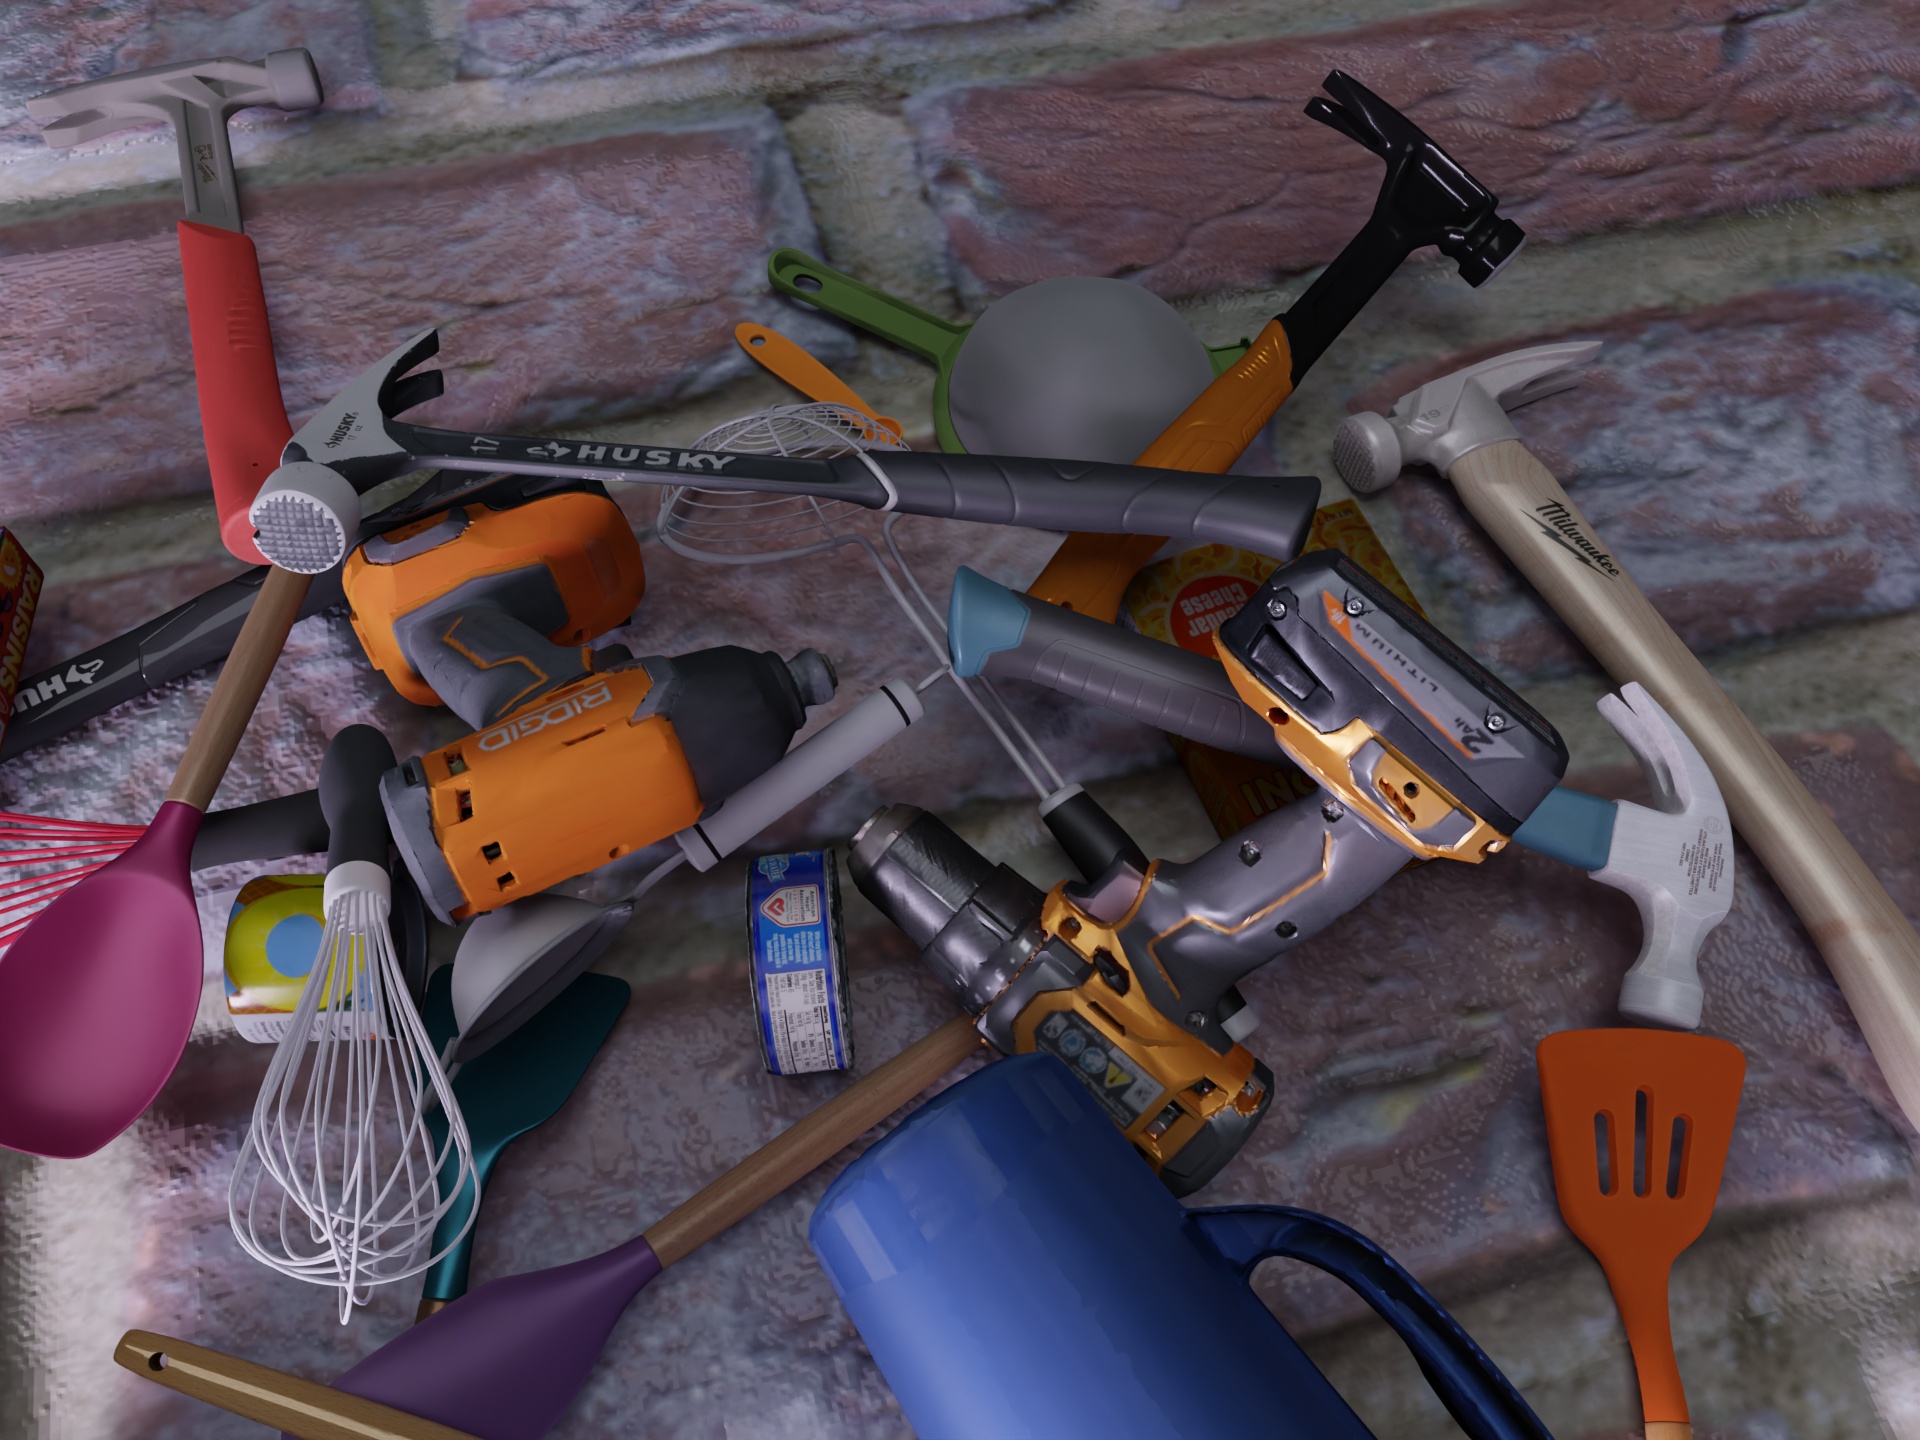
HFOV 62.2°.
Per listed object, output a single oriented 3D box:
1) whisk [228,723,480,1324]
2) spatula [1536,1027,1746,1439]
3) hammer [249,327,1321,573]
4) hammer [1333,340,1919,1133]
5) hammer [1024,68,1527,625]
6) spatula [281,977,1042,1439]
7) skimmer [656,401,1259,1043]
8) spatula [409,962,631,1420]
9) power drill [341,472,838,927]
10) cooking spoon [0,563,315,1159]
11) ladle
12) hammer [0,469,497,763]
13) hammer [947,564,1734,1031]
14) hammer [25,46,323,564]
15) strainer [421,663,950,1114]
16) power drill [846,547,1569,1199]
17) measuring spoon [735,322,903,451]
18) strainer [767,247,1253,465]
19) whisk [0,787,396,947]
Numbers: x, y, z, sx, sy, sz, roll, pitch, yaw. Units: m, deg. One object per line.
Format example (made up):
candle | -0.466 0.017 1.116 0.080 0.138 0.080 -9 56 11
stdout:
whisk | -0.206 0.081 0.542 0.070 0.070 0.285 -16 35 -10
spatula | 0.253 0.270 0.553 0.081 0.041 0.323 3 62 0
hammer | -0.055 -0.099 0.643 0.409 0.036 0.149 4 38 -4
hammer | 0.335 -0.004 0.707 0.146 0.038 0.411 -22 65 -14
hammer | 0.129 -0.158 0.728 0.127 0.034 0.337 41 70 -2
spatula | -0.091 0.183 0.588 0.316 0.018 0.060 -31 84 -24
skimmer | -0.001 -0.002 0.701 0.127 0.090 0.363 -30 76 -29
spatula | -0.186 0.237 0.572 0.082 0.044 0.318 5 66 0
power drill | -0.154 -0.026 0.634 0.164 0.084 0.227 -24 38 -13
cooking spoon | -0.293 0.013 0.622 0.068 0.017 0.319 19 58 -15
ladle | -0.127 0.261 0.526 0.315 0.031 0.069 21 68 -3
hammer | -0.347 -0.030 0.706 0.335 0.035 0.146 -29 65 -16
hammer | 0.149 0.011 0.637 0.331 0.033 0.128 19 74 0
hammer | -0.374 -0.214 0.785 0.149 0.036 0.359 -17 57 -11
strainer | -0.108 0.051 0.609 0.258 0.087 0.050 -36 82 -10
power drill | 0.080 0.042 0.583 0.185 0.084 0.226 40 109 6
measuring spoon | -0.073 -0.168 0.803 0.117 0.011 0.021 39 66 22
strainer | 0.015 -0.193 0.783 0.256 0.069 0.151 27 64 11
whisk | -0.326 0.051 0.628 0.295 0.073 0.073 -10 61 -24
